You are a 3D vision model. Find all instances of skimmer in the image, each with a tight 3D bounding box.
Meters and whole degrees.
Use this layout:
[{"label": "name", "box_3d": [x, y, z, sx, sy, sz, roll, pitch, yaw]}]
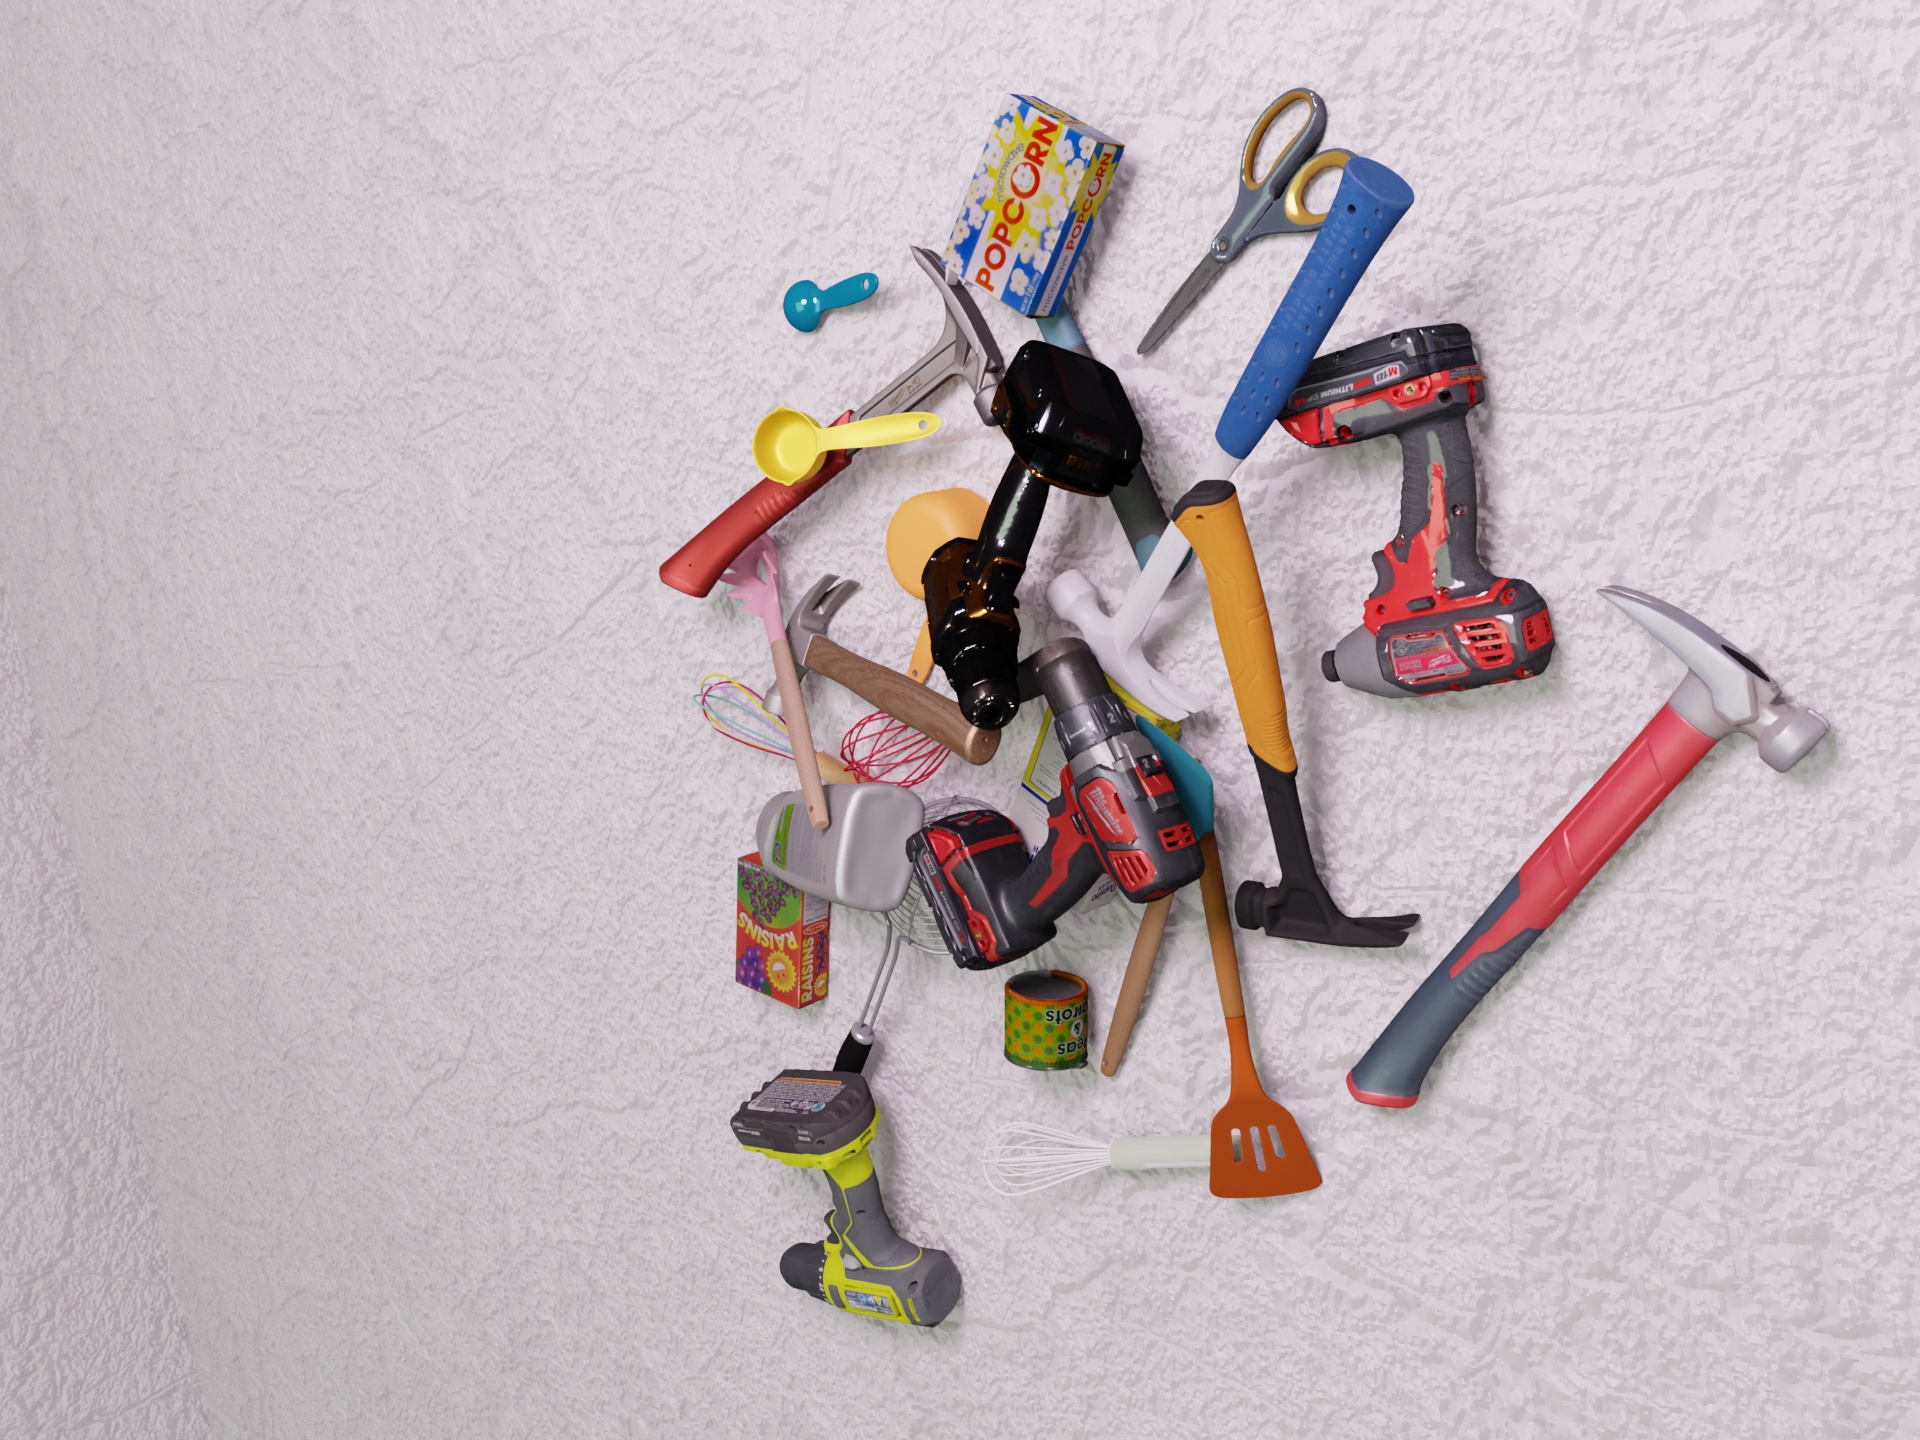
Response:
[{"label": "skimmer", "box_3d": [-0.046, 0.218, 1.353, 0.127, 0.090, 0.363, 45, 135, 27]}]

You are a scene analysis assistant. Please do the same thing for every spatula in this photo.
[{"label": "spatula", "box_3d": [0.193, 0.187, 1.143, 0.081, 0.041, 0.322, -10, 87, 13]}, {"label": "spatula", "box_3d": [0.133, 0.143, 1.157, 0.082, 0.044, 0.317, 43, 133, 42]}]

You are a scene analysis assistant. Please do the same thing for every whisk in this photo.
[{"label": "whisk", "box_3d": [-0.140, 0.023, 1.375, 0.245, 0.051, 0.047, 29, 94, 27]}, {"label": "whisk", "box_3d": [0.115, 0.339, 1.237, 0.246, 0.057, 0.059, -14, 61, 37]}, {"label": "whisk", "box_3d": [-0.002, -0.004, 1.223, 0.296, 0.073, 0.073, -27, 83, 47]}]

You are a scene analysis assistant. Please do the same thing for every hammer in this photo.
[{"label": "hammer", "box_3d": [0.084, -0.250, 1.132, 0.128, 0.033, 0.331, -28, 82, 39]}, {"label": "hammer", "box_3d": [-0.119, -0.214, 1.272, 0.359, 0.036, 0.149, -33, 80, 30]}, {"label": "hammer", "box_3d": [0.168, -0.160, 0.992, 0.144, 0.035, 0.405, 51, 143, 21]}, {"label": "hammer", "box_3d": [0.202, 0.003, 1.019, 0.127, 0.034, 0.336, 3, 123, 39]}, {"label": "hammer", "box_3d": [0.346, 0.100, 0.993, 0.143, 0.038, 0.386, 46, 125, 24]}, {"label": "hammer", "box_3d": [-0.063, -0.030, 1.227, 0.332, 0.031, 0.130, 27, 101, 56]}]

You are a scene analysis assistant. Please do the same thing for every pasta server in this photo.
[{"label": "pasta server", "box_3d": [-0.150, -0.043, 1.299, 0.060, 0.040, 0.317, -44, 46, 31]}]

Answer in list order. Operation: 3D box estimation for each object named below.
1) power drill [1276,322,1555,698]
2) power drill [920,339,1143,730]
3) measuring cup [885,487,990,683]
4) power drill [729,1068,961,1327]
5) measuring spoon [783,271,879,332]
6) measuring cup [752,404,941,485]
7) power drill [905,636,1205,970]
[{"label": "power drill", "box_3d": [0.270, -0.122, 0.982, 0.143, 0.078, 0.219, -12, 96, 41]}, {"label": "power drill", "box_3d": [0.040, -0.119, 1.077, 0.186, 0.084, 0.226, -101, 31, -52]}, {"label": "measuring cup", "box_3d": [-0.028, -0.098, 1.247, 0.095, 0.052, 0.173, 33, 117, 30]}, {"label": "power drill", "box_3d": [-0.115, 0.427, 1.409, 0.190, 0.080, 0.228, -7, 110, 40]}, {"label": "measuring spoon", "box_3d": [-0.107, -0.336, 1.258, 0.129, 0.021, 0.042, 3, 100, 54]}, {"label": "measuring cup", "box_3d": [-0.085, -0.217, 1.222, 0.156, 0.029, 0.062, -5, 93, 19]}, {"label": "power drill", "box_3d": [0.057, 0.065, 1.128, 0.226, 0.080, 0.188, -37, 72, 45]}]
